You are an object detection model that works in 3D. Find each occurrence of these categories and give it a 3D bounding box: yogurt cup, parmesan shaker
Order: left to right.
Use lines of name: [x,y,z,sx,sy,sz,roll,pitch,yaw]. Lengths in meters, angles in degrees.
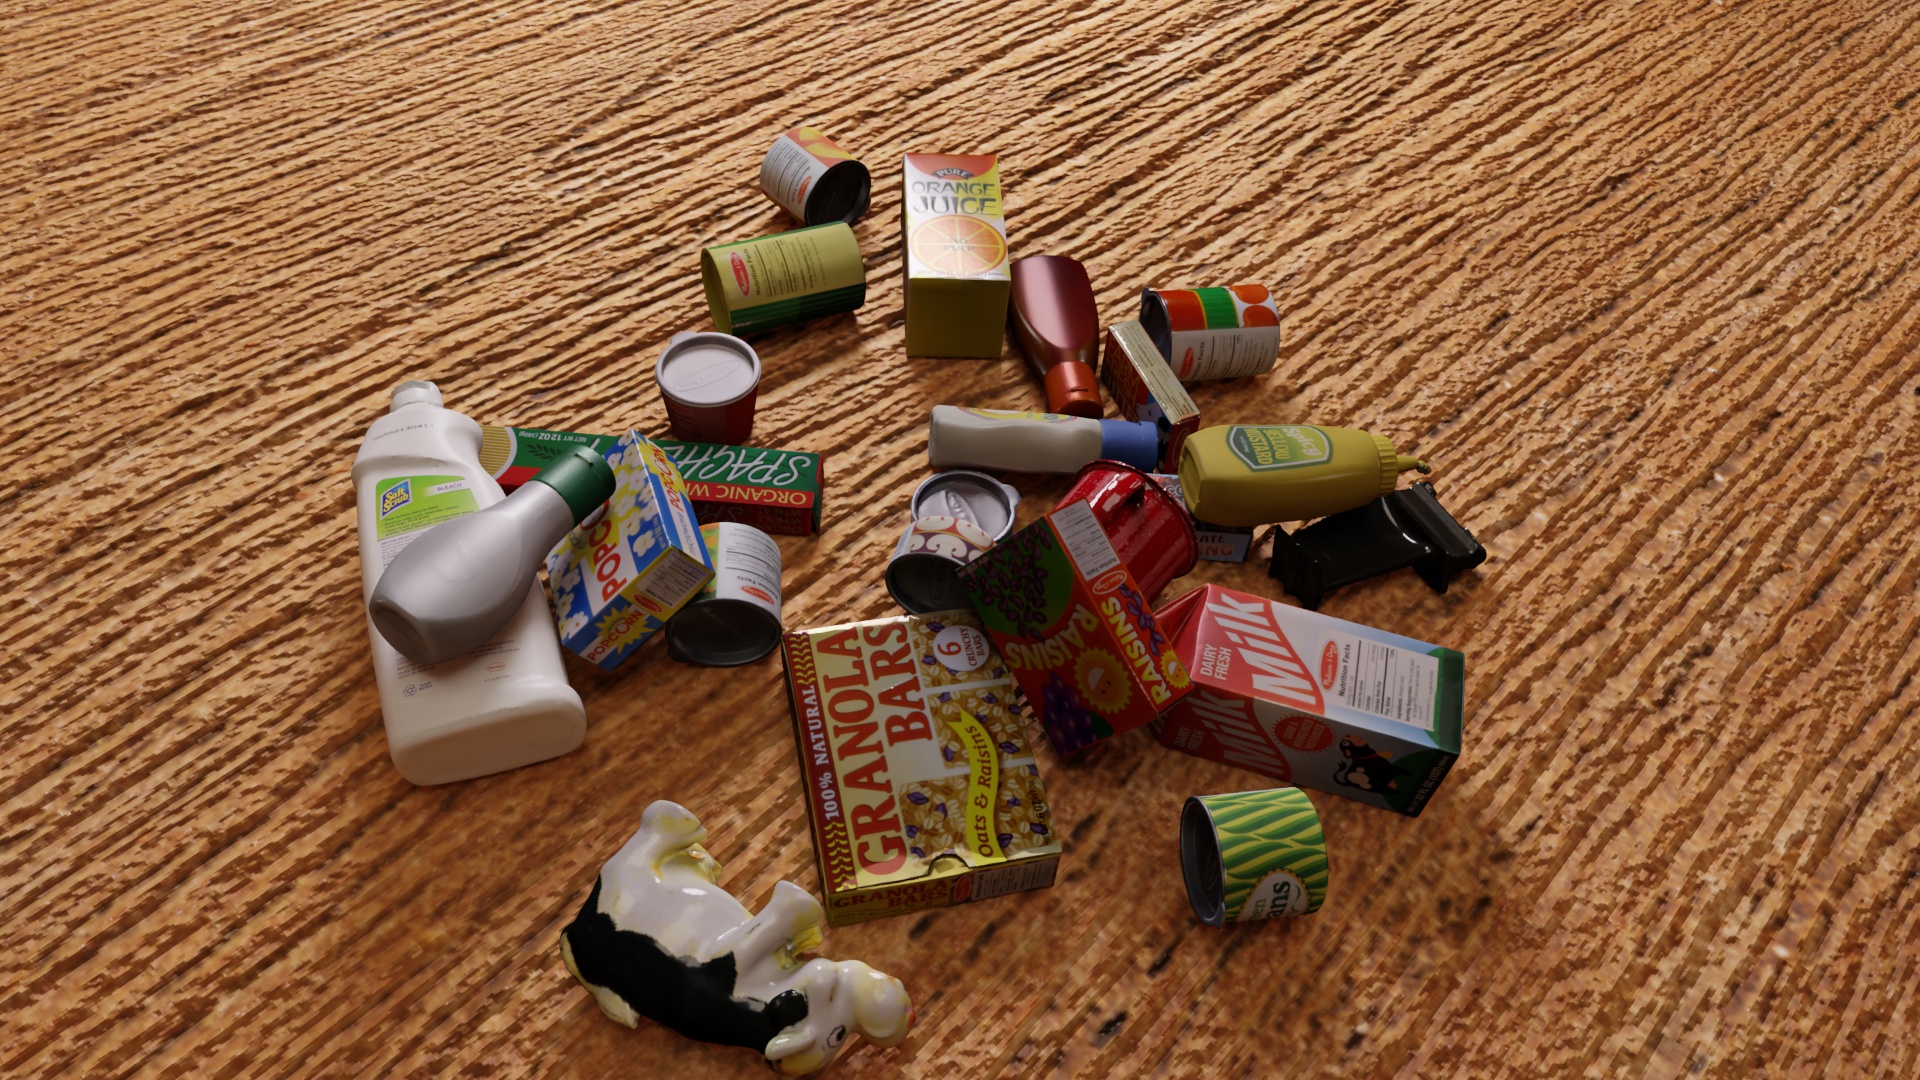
yogurt cup: [-0.166,-0.096,0.920,0.072,0.053,0.073,3,50,-3]
parmesan shaker: [-0.126,-0.184,0.993,0.103,0.071,0.071,-16,53,-19]

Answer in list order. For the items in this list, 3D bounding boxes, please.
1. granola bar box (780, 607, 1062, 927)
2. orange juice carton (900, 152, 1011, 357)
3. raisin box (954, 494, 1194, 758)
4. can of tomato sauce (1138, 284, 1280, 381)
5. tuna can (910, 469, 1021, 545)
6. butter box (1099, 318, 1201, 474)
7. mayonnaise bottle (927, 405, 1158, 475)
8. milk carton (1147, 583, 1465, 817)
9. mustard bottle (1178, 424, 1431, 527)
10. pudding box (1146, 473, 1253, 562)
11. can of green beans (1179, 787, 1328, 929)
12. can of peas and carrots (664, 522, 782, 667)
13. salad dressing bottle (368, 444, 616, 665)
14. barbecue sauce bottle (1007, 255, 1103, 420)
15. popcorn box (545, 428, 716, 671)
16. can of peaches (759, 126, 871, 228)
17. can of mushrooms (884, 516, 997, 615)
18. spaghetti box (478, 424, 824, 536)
granola bar box: [-0.026,0.118,0.764,0.124,0.038,0.166,-7,51,-12]
orange juice carton: [-0.007,-0.227,1.035,0.072,0.072,0.194,1,50,-5]
raisin box: [0.062,0.049,0.766,0.040,0.085,0.123,-25,83,-44]
can of tomato sauce: [0.176,-0.149,0.993,0.083,0.070,0.071,-6,51,-12]
tuna can: [0.003,-0.011,0.880,0.071,0.032,0.071,3,50,-3]
butter box: [0.130,-0.100,0.955,0.024,0.052,0.104,-15,53,-14]
mayonnaise bottle: [0.054,-0.065,0.916,0.148,0.041,0.065,3,12,-5]
milk carton: [0.180,0.085,0.792,0.191,0.072,0.074,16,50,6]
mustard bottle: [0.221,-0.045,0.877,0.160,0.048,0.065,-5,42,-8]
pudding box: [0.145,-0.016,0.900,0.084,0.030,0.050,4,49,-3]
can of green beans: [0.152,0.165,0.726,0.058,0.071,0.071,-3,51,-9]
can of peas and carrots: [-0.139,0.033,0.809,0.071,0.070,0.059,-1,50,-7]
salad dressing bottle: [-0.244,0.003,0.742,0.064,0.043,0.148,33,49,7]
barbecue sauce bottle: [0.071,-0.141,0.990,0.065,0.043,0.149,-3,51,-8]
popcorn box: [-0.195,0.003,0.799,0.085,0.038,0.127,-42,40,10]
can of peaches: [-0.111,-0.276,1.072,0.071,0.070,0.058,-34,60,-29]
can of mushrooms: [-0.007,0.019,0.832,0.071,0.070,0.034,14,49,6]
spaghetti box: [-0.212,-0.039,0.884,0.250,0.028,0.050,5,51,-2]
